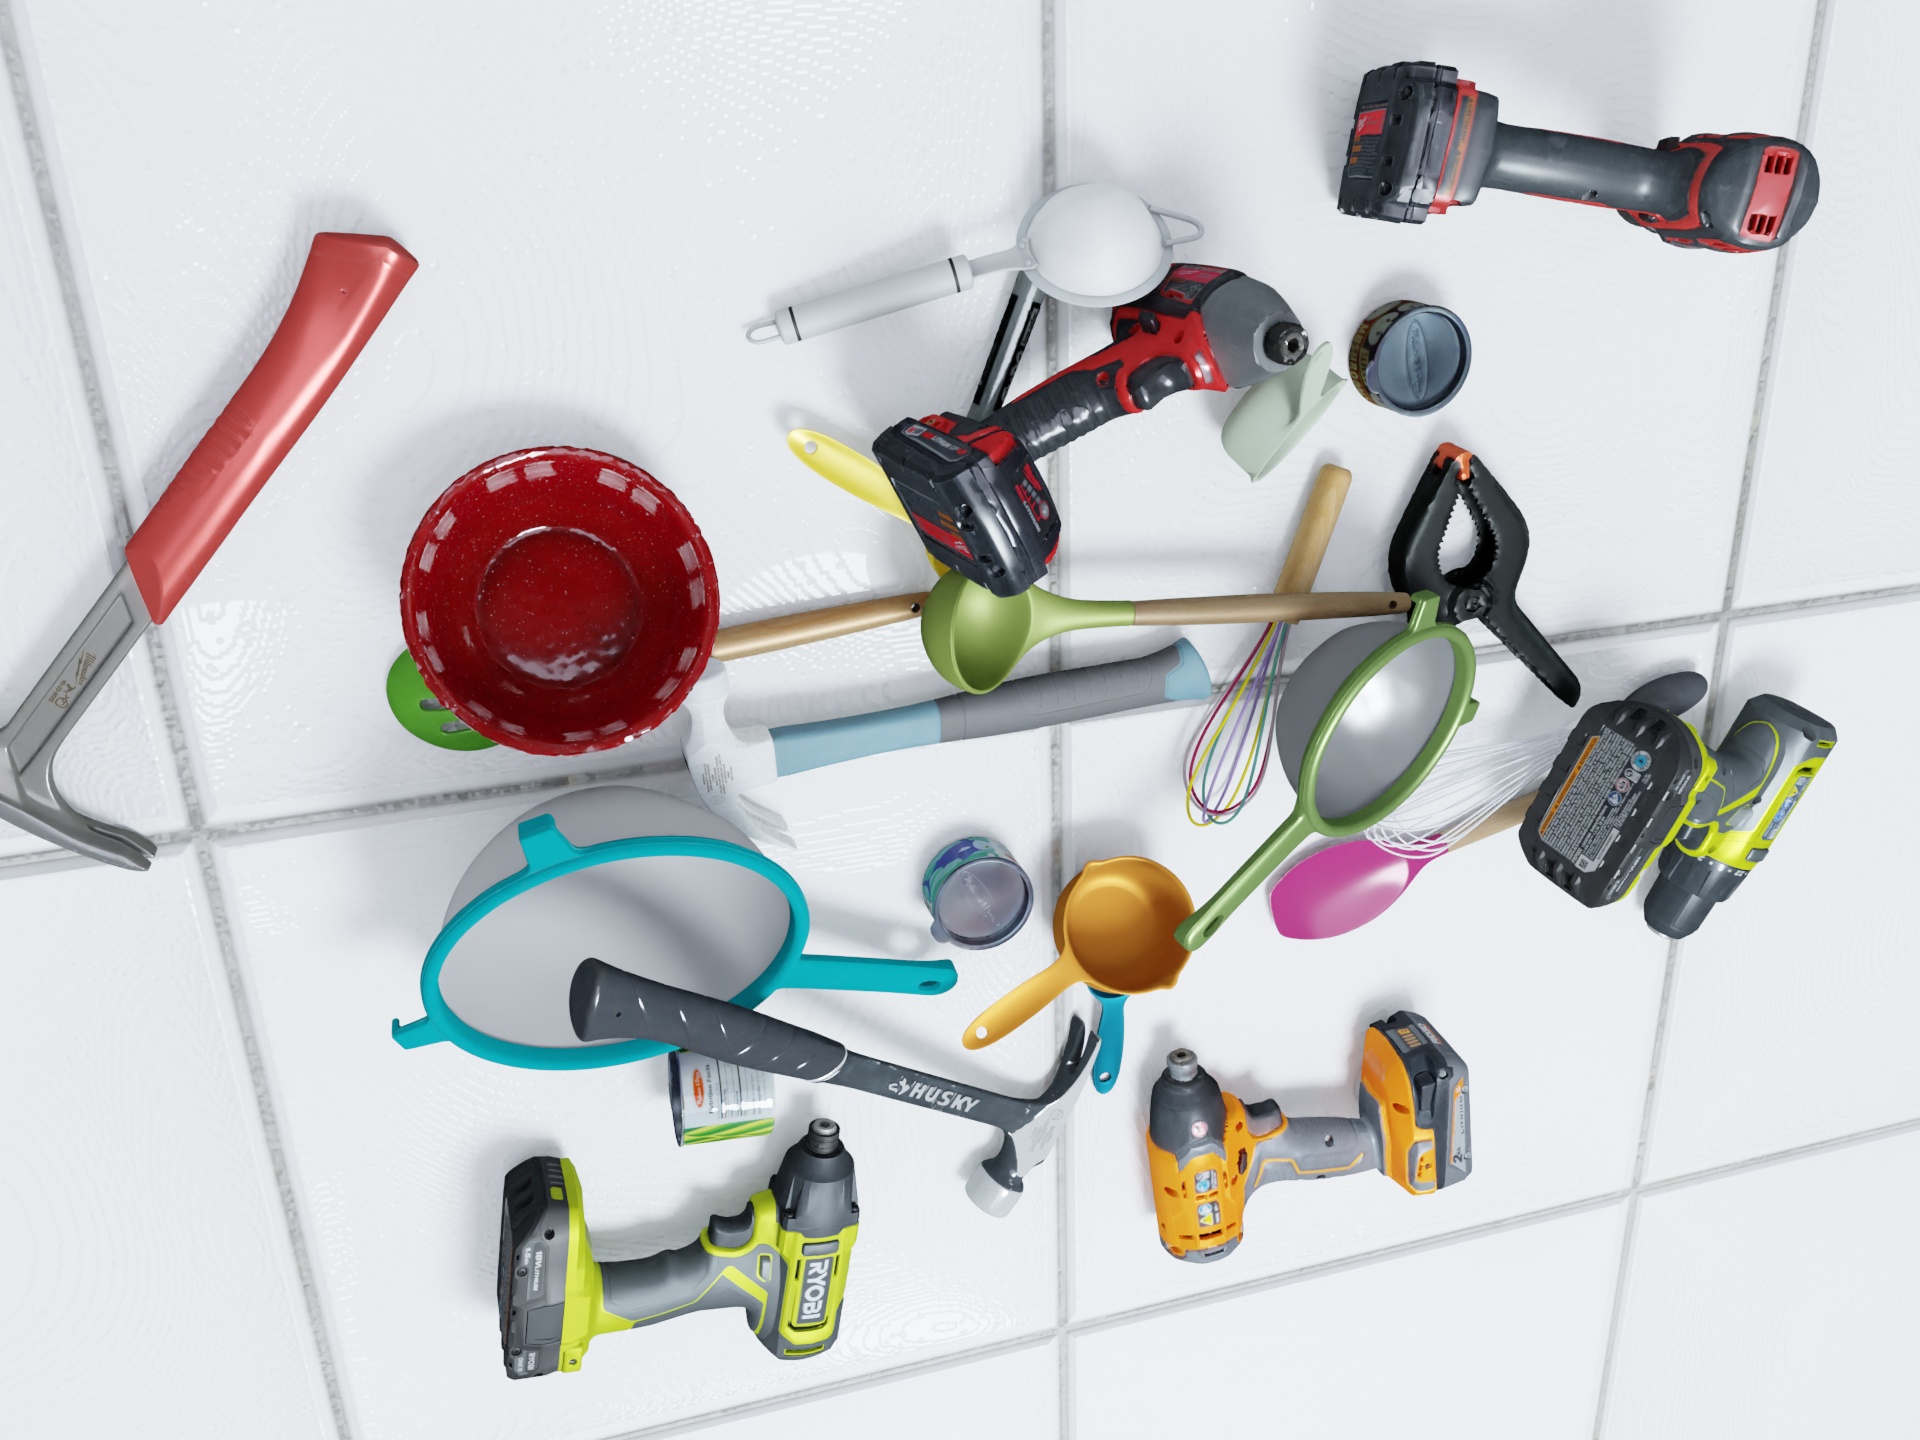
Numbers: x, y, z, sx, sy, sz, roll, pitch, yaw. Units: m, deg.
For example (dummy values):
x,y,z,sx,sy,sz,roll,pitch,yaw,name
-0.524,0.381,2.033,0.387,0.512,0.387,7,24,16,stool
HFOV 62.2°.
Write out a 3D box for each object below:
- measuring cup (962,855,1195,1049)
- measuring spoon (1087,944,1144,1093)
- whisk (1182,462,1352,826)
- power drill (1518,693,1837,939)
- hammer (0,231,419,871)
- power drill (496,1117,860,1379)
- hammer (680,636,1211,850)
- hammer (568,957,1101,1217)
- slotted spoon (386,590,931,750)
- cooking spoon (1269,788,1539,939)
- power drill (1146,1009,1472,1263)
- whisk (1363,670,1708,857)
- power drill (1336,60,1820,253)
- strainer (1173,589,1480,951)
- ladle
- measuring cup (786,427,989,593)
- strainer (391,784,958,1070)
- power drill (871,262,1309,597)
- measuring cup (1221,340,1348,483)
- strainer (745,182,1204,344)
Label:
x,y,z,sx,sy,sz,roll,pitch,yaw,name
0.069,0.156,1.017,0.173,0.052,0.095,-34,88,-11,measuring cup
0.100,0.203,1.091,0.042,0.021,0.128,-6,122,-13,measuring spoon
0.194,-0.043,1.004,0.047,0.051,0.245,15,103,-16,whisk
0.491,0.071,1.098,0.228,0.080,0.190,4,118,-39,power drill
-0.384,-0.092,0.807,0.149,0.037,0.359,36,98,-26,hammer
-0.178,0.337,1.024,0.223,0.080,0.171,1,111,-22,power drill
-0.002,-0.003,0.955,0.331,0.033,0.128,-11,124,-16,hammer
-0.065,0.208,0.967,0.408,0.036,0.149,28,98,-42,hammer
-0.163,-0.039,0.903,0.313,0.031,0.070,-12,111,-14,slotted spoon
0.361,0.077,1.116,0.319,0.017,0.068,-21,111,-8,cooking spoon
0.241,0.283,1.129,0.226,0.084,0.164,-13,114,-8,power drill
0.396,0.024,1.086,0.284,0.070,0.070,-21,116,-14,whisk
0.333,-0.307,0.888,0.226,0.188,0.080,8,109,-1,power drill
0.209,0.032,0.986,0.256,0.069,0.151,-46,141,-2,strainer
0.129,-0.061,0.934,0.320,0.062,0.078,-3,107,-17,ladle
-0.033,-0.126,0.909,0.156,0.029,0.062,28,101,-22,measuring cup
-0.148,0.112,0.935,0.340,0.095,0.211,11,131,-38,strainer
0.075,-0.165,0.846,0.219,0.143,0.078,-36,121,-10,power drill
0.180,-0.186,0.884,0.038,0.167,0.083,43,89,10,measuring cup
0.008,-0.243,0.856,0.258,0.087,0.050,-17,155,0,strainer
